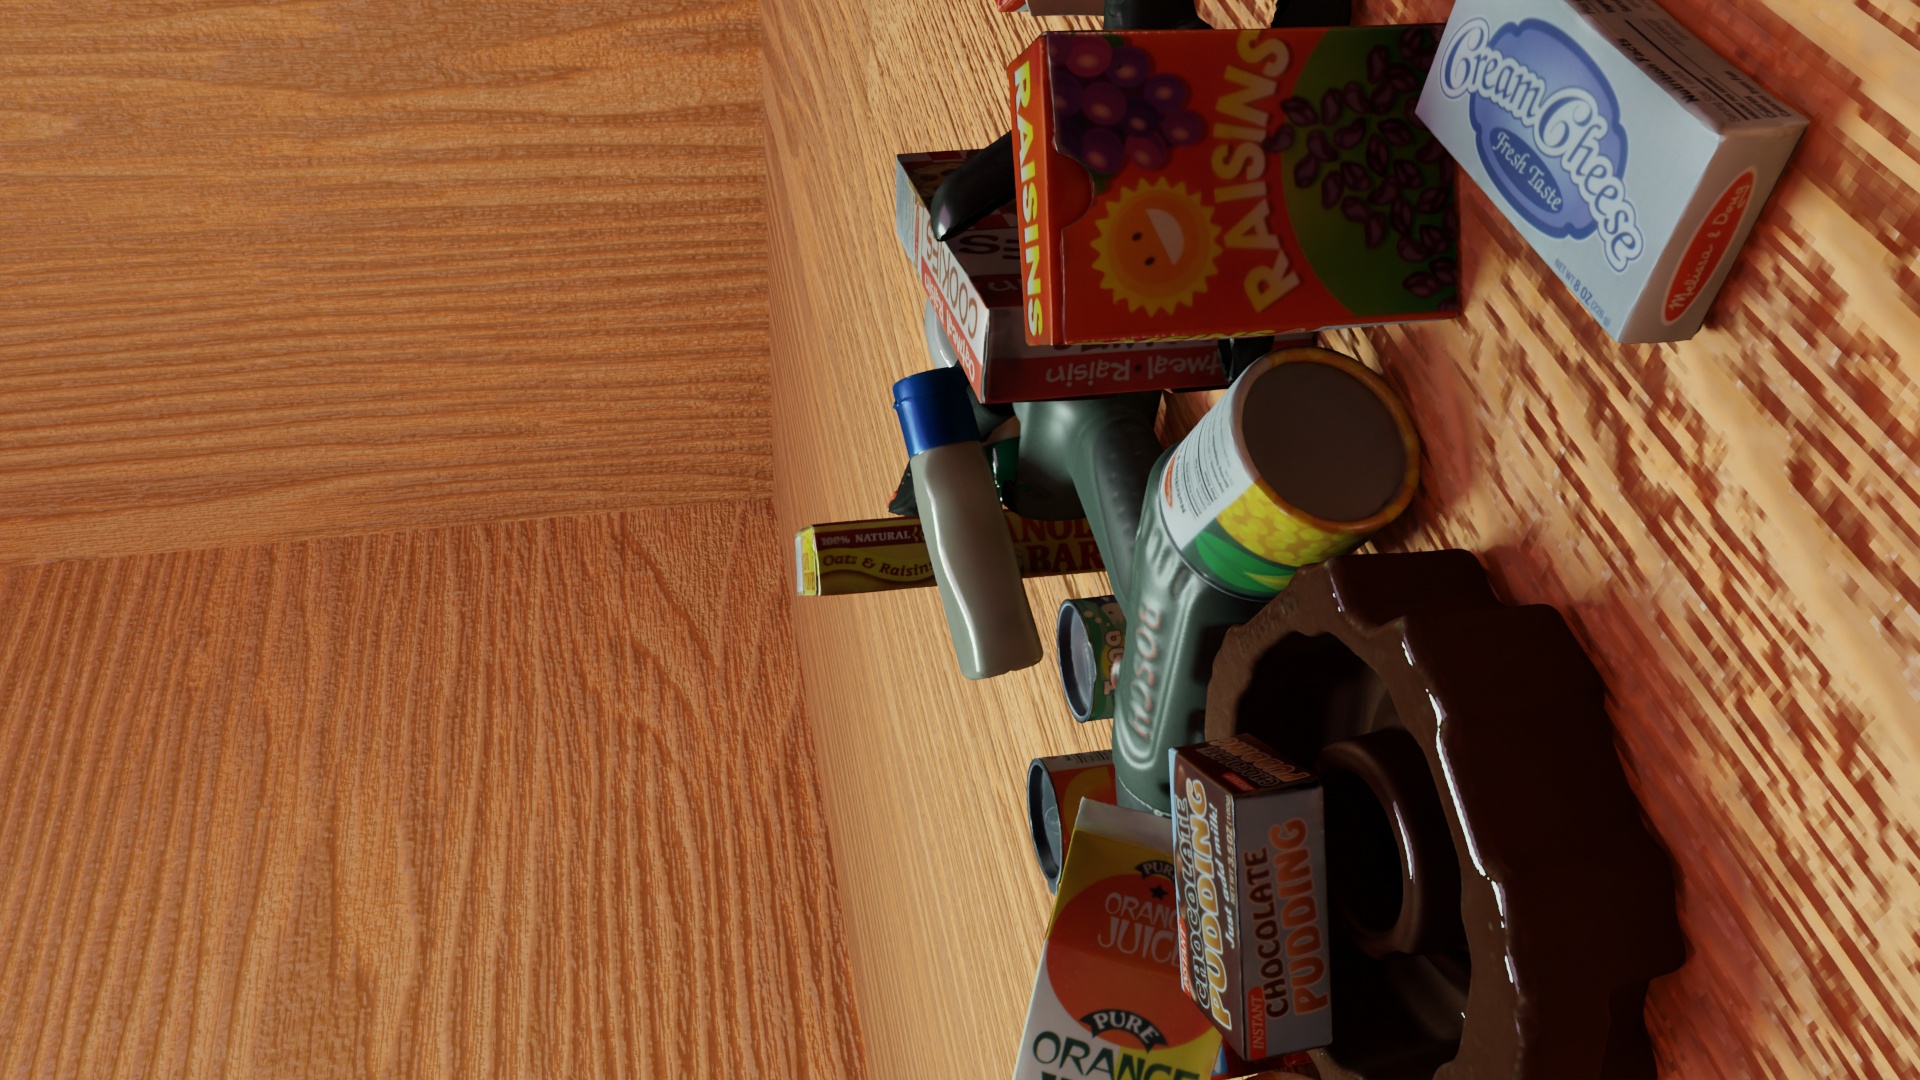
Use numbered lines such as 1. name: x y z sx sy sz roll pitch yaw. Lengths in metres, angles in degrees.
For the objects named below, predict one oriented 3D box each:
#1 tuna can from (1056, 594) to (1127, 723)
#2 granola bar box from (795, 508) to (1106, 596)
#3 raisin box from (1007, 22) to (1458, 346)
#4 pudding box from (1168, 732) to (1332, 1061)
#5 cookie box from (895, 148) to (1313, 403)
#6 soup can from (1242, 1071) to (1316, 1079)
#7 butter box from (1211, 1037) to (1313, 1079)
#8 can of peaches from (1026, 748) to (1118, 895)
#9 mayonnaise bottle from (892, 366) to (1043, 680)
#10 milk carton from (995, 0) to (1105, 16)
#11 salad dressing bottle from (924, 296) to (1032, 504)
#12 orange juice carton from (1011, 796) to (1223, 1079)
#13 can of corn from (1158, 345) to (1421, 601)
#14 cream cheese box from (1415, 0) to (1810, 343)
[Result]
1. tuna can: 0.075 0.062 0.731 0.071 0.033 0.071 176 88 -79
2. granola bar box: -0.004 0.005 0.763 0.124 0.166 0.039 170 95 -79
3. raisin box: 0.079 -0.102 0.405 0.040 0.123 0.086 -150 55 -76
4. pudding box: 0.087 0.106 0.420 0.050 0.030 0.083 -148 53 -74
5. cookie box: 0.049 -0.111 0.549 0.168 0.123 0.040 -112 20 -54
6. soup can: 0.116 0.253 0.526 0.072 0.071 0.083 -108 17 -46
7. butter box: 0.123 0.194 0.581 0.103 0.024 0.053 110 154 -64
8. can of peaches: 0.071 0.146 0.730 0.071 0.058 0.071 176 88 -78
9. mayonnaise bottle: 0.002 -0.008 0.670 0.064 0.041 0.148 137 119 -83
10. milk carton: 0.046 -0.297 0.609 0.073 0.072 0.191 105 157 -61
11. salad dressing bottle: 0.019 -0.097 0.876 0.044 0.064 0.147 153 104 -76
12. orange juice carton: 0.063 0.194 0.550 0.073 0.072 0.192 -51 -27 -70
13. can of corn: 0.108 -0.021 0.450 0.058 0.071 0.071 122 141 -63
14. cream cheese box: 0.147 -0.098 0.325 0.053 0.024 0.104 98 162 -44
